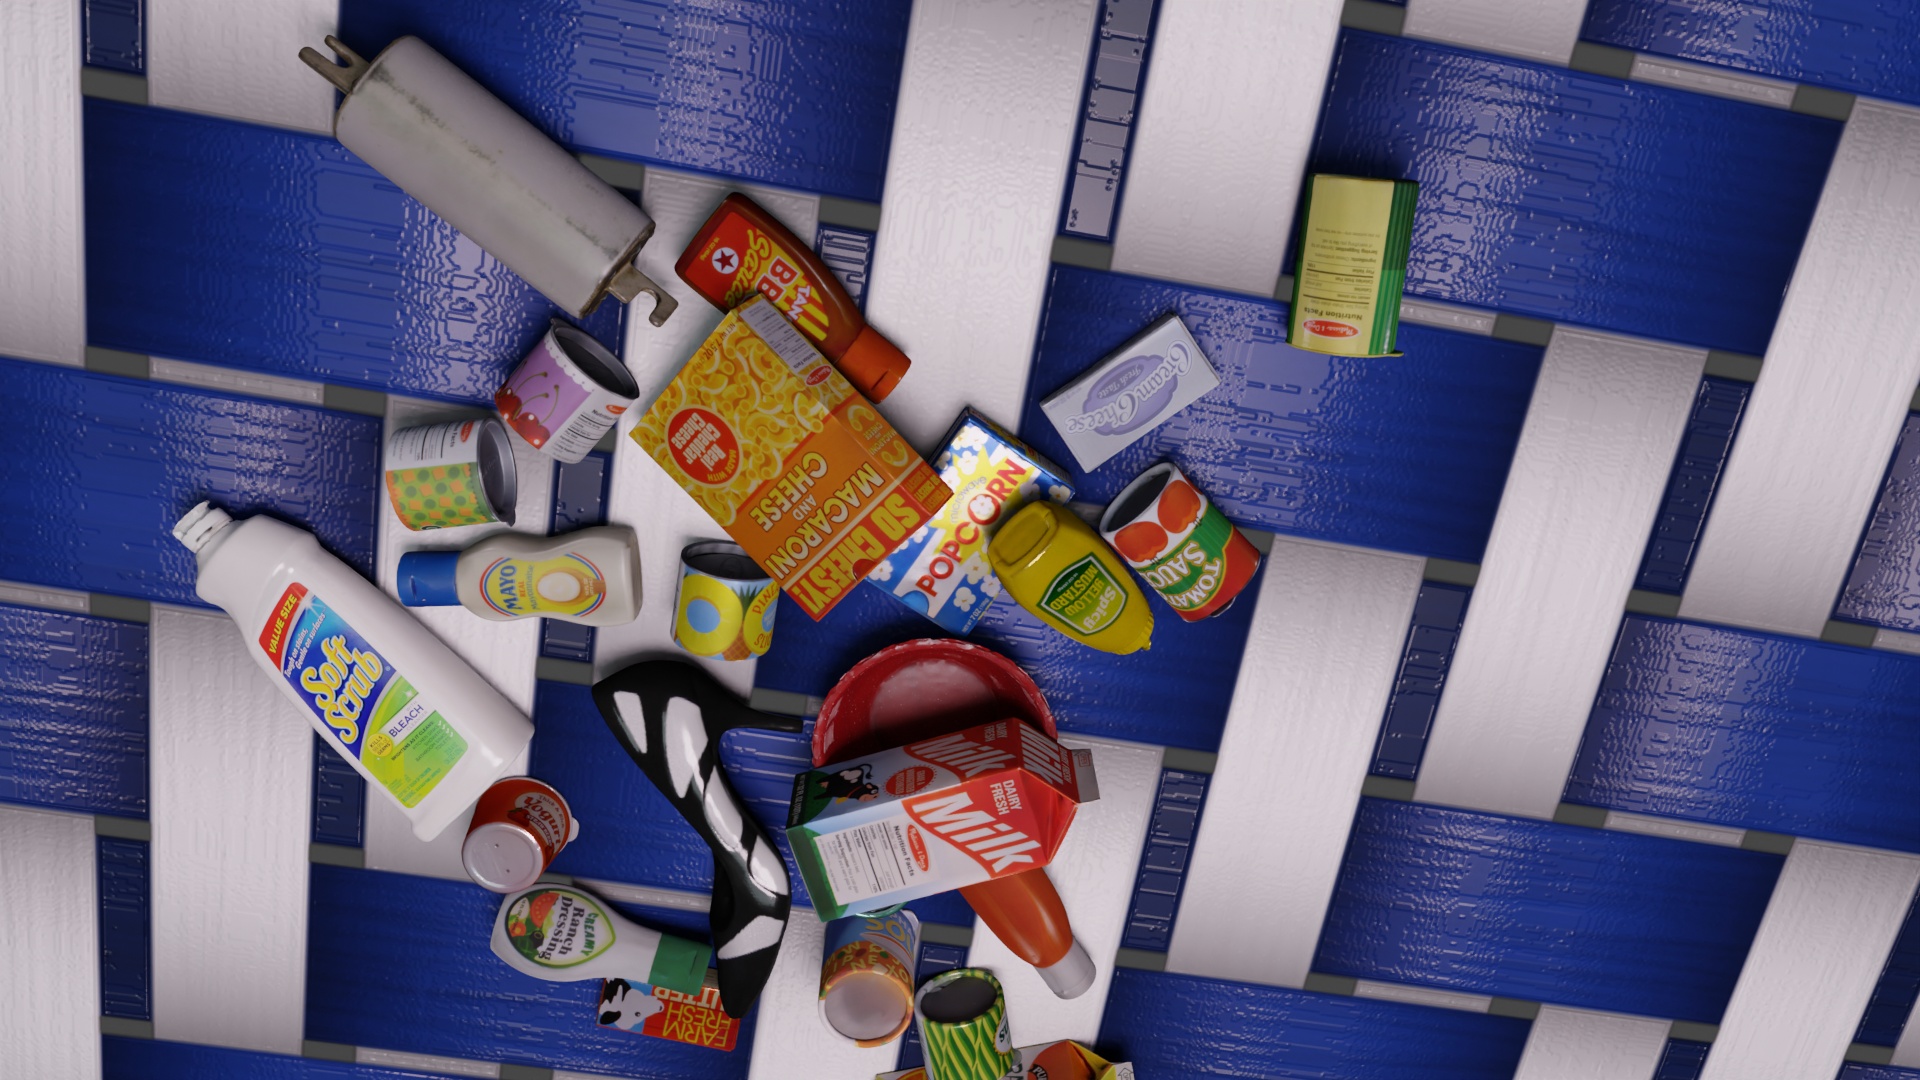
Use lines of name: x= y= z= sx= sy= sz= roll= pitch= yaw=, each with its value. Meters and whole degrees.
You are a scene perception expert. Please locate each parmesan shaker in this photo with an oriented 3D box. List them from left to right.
parmesan shaker: x=0.239 y=-0.167 z=0.839 sx=0.071 sy=0.071 sz=0.102 roll=3 pitch=107 yaw=-3

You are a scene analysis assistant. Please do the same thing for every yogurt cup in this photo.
yogurt cup: x=-0.305 y=0.203 z=0.948 sx=0.072 sy=0.054 sz=0.072 roll=0 pitch=108 yaw=-1

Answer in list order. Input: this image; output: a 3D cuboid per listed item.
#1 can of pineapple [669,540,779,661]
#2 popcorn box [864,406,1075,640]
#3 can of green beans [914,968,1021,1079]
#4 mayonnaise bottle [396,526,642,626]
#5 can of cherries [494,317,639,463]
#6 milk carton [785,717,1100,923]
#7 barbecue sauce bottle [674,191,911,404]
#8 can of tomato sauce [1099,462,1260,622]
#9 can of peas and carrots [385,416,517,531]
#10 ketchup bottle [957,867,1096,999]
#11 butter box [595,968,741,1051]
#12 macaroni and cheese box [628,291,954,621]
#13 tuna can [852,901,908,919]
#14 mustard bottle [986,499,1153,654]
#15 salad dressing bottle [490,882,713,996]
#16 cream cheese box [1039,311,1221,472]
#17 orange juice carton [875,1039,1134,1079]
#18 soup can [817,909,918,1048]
can of pineapple: x=-0.149 y=0.039 z=0.893 sx=0.071 sy=0.071 sz=0.057 roll=10 pitch=109 yaw=-5
popcorn box: x=0.003 y=-0.011 z=0.897 sx=0.085 sy=0.038 sz=0.126 roll=33 pitch=104 yaw=-13
can of green beans: x=0.003 y=0.352 z=1.001 sx=0.071 sy=0.071 sz=0.057 roll=-9 pitch=108 yaw=1
mayonnaise bottle: x=-0.283 y=0.024 z=0.897 sx=0.148 sy=0.041 sz=0.064 roll=-1 pitch=110 yaw=-2
can of cherries: x=-0.242 y=-0.091 z=0.850 sx=0.071 sy=0.072 sz=0.058 roll=41 pitch=103 yaw=-14
milk carton: x=-0.007 y=0.171 z=0.879 sx=0.190 sy=0.072 sz=0.073 roll=-15 pitch=109 yaw=4
barbecue sauce bottle: x=-0.098 y=-0.142 z=0.848 sx=0.148 sy=0.044 sz=0.064 roll=38 pitch=109 yaw=-13
can of tomato sauce: x=0.139 y=0.002 z=0.890 sx=0.071 sy=0.071 sz=0.083 roll=-43 pitch=104 yaw=11
can of peas and carrots: x=-0.314 y=-0.039 z=0.863 sx=0.059 sy=0.071 sz=0.070 roll=-6 pitch=108 yaw=1
ketchup bottle: x=0.045 y=0.263 z=0.980 sx=0.064 sy=0.044 sz=0.148 roll=-14 pitch=119 yaw=39
butter box: x=-0.209 y=0.334 z=1.009 sx=0.103 sy=0.024 sz=0.053 roll=14 pitch=106 yaw=-6
macaroni and cheese box: x=-0.104 y=-0.047 z=0.842 sx=0.166 sy=0.040 sz=0.123 roll=46 pitch=125 yaw=-3
tuna can: x=-0.065 y=0.230 z=0.976 sx=0.071 sy=0.033 sz=0.070 roll=-1 pitch=108 yaw=-2
mustard bottle: x=0.084 y=0.035 z=0.892 sx=0.065 sy=0.049 sz=0.160 roll=-45 pitch=130 yaw=8
salad dressing bottle: x=-0.249 y=0.282 z=0.972 sx=0.148 sy=0.064 sz=0.043 roll=16 pitch=150 yaw=-6
cream cheese box: x=0.107 y=-0.094 z=0.881 sx=0.103 sy=0.024 sz=0.053 roll=-34 pitch=106 yaw=9
orange juice carton: x=0.036 y=0.429 z=1.023 sx=0.193 sy=0.073 sz=0.071 roll=-11 pitch=108 yaw=1
soup can: x=-0.063 y=0.300 z=0.972 sx=0.071 sy=0.084 sz=0.071 roll=-1 pitch=108 yaw=-2
